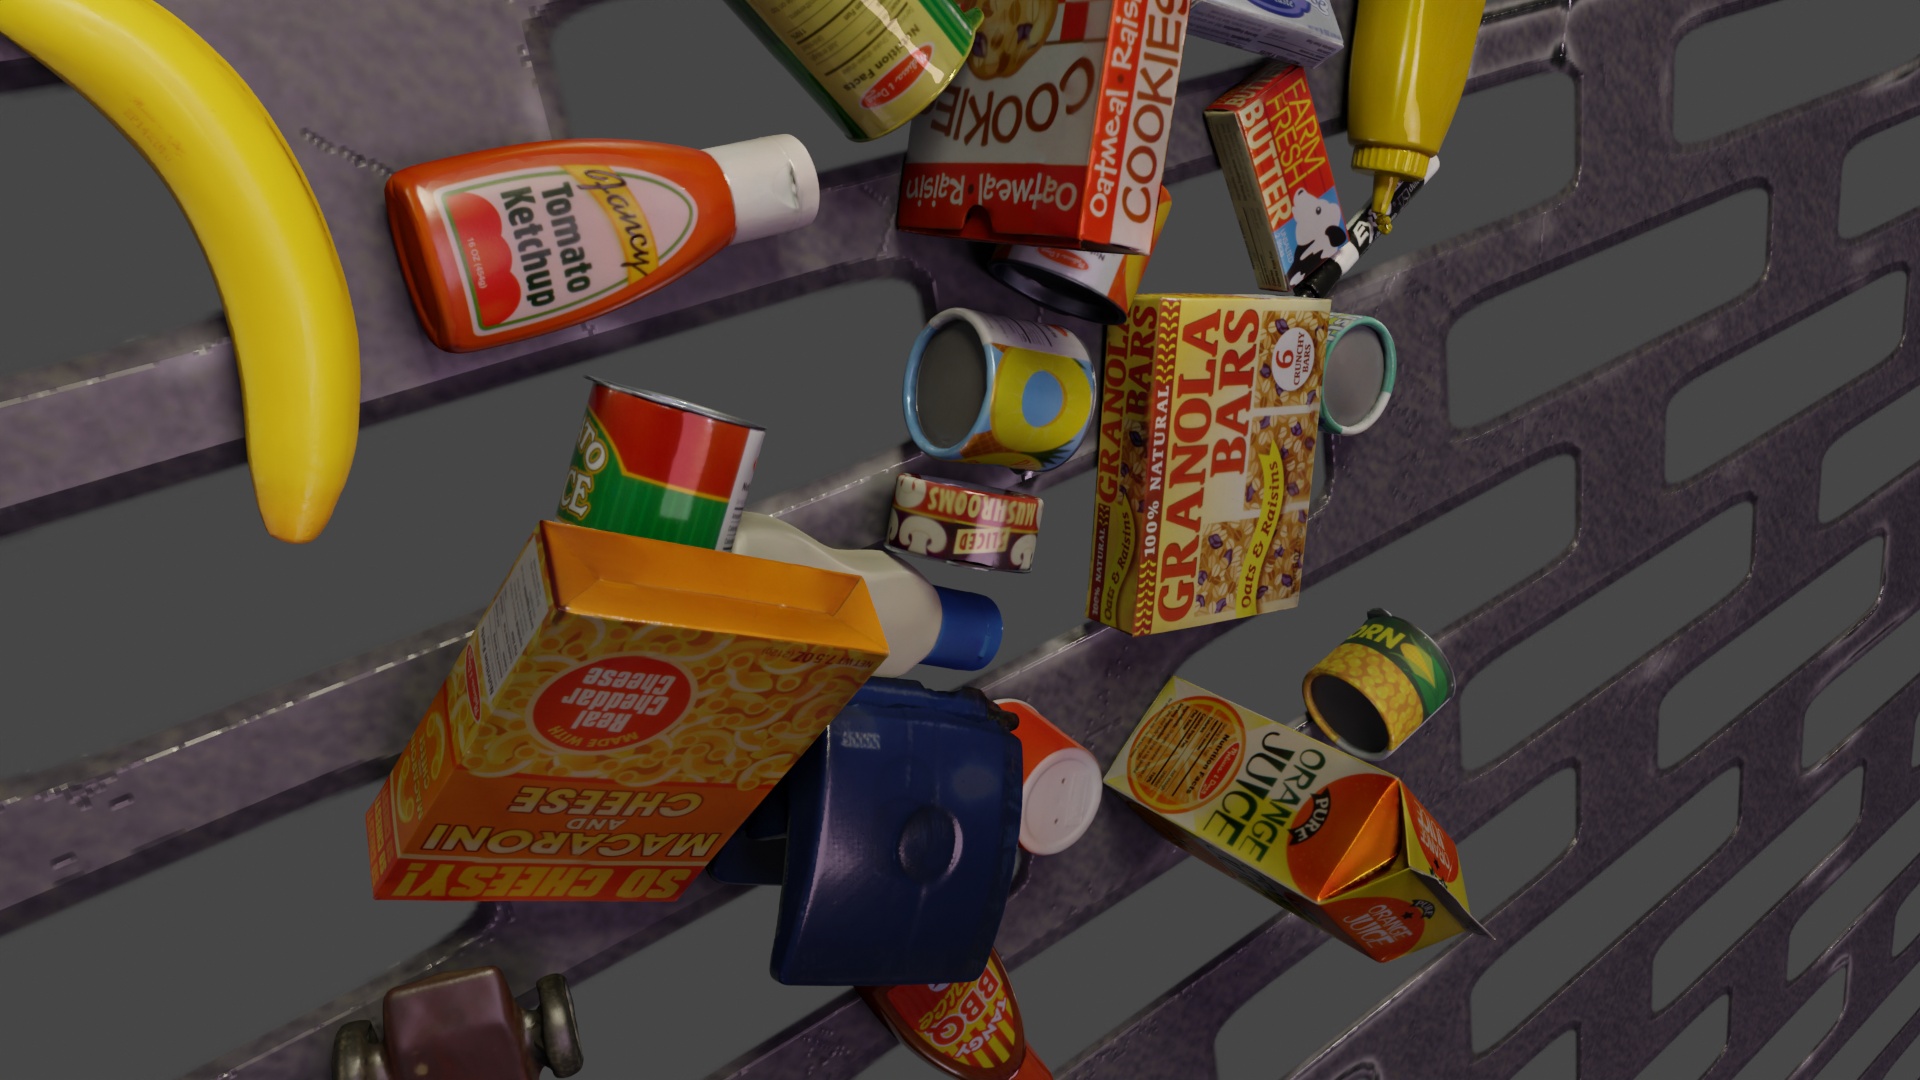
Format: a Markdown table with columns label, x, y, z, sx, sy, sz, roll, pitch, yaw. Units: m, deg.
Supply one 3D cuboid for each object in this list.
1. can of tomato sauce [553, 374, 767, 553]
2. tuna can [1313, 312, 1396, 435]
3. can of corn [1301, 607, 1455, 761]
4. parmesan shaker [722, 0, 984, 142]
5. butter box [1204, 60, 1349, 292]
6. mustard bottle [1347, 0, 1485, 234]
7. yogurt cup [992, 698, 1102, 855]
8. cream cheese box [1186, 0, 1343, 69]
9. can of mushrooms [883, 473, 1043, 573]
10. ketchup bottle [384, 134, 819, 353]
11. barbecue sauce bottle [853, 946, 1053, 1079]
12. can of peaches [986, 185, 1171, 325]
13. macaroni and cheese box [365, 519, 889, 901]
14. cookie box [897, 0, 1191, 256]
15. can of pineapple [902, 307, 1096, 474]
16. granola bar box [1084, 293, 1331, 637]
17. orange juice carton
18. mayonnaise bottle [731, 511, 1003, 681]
| label | x | y | z | sx | sy | sz | roll | pitch | yaw |
| --- | --- | --- | --- | --- | --- | --- | --- | --- | --- |
| can of tomato sauce | -0.117 | -0.012 | 0.517 | 0.071 | 0.071 | 0.083 | 14 | 95 | -38 |
| tuna can | 0.204 | -0.093 | 0.756 | 0.071 | 0.033 | 0.071 | -11 | 109 | -35 |
| can of corn | 0.242 | 0.084 | 0.812 | 0.058 | 0.071 | 0.071 | -35 | 121 | -24 |
| parmesan shaker | -0.049 | -0.210 | 0.513 | 0.103 | 0.071 | 0.071 | 42 | 76 | -36 |
| butter box | 0.162 | -0.184 | 0.706 | 0.053 | 0.024 | 0.103 | -39 | 122 | -22 |
| mustard bottle | 0.232 | -0.242 | 0.728 | 0.065 | 0.049 | 0.160 | 3 | 101 | -37 |
| yogurt cup | 0.031 | 0.116 | 0.670 | 0.072 | 0.054 | 0.072 | -12 | 110 | -35 |
| cream cheese box | 0.133 | -0.257 | 0.650 | 0.104 | 0.024 | 0.053 | -1 | 70 | -37 |
| can of mushrooms | 0.002 | -0.008 | 0.604 | 0.071 | 0.071 | 0.033 | 7 | 96 | -38 |
| ketchup bottle | -0.123 | -0.115 | 0.499 | 0.149 | 0.043 | 0.064 | -23 | 115 | -31 |
| barbecue sauce bottle | 0.001 | 0.234 | 0.685 | 0.065 | 0.044 | 0.148 | -43 | 124 | -21 |
| can of peaches | 0.052 | -0.134 | 0.613 | 0.071 | 0.071 | 0.058 | 23 | 88 | -38 |
| macaroni and cheese box | -0.122 | 0.069 | 0.496 | 0.124 | 0.040 | 0.165 | 12 | 131 | -38 |
| cookie box | 0.033 | -0.199 | 0.542 | 0.040 | 0.123 | 0.167 | 2 | 101 | -36 |
| can of pineapple | 0.016 | -0.063 | 0.602 | 0.058 | 0.071 | 0.071 | 4 | 100 | -37 |
| granola bar box | 0.126 | -0.042 | 0.708 | 0.124 | 0.039 | 0.165 | -7 | 106 | -36 |
| orange juice carton | 0.169 | 0.142 | 0.691 | 0.073 | 0.193 | 0.071 | -54 | 128 | -11 |
| mayonnaise bottle | -0.048 | 0.030 | 0.597 | 0.148 | 0.041 | 0.064 | 13 | 101 | -40 |
